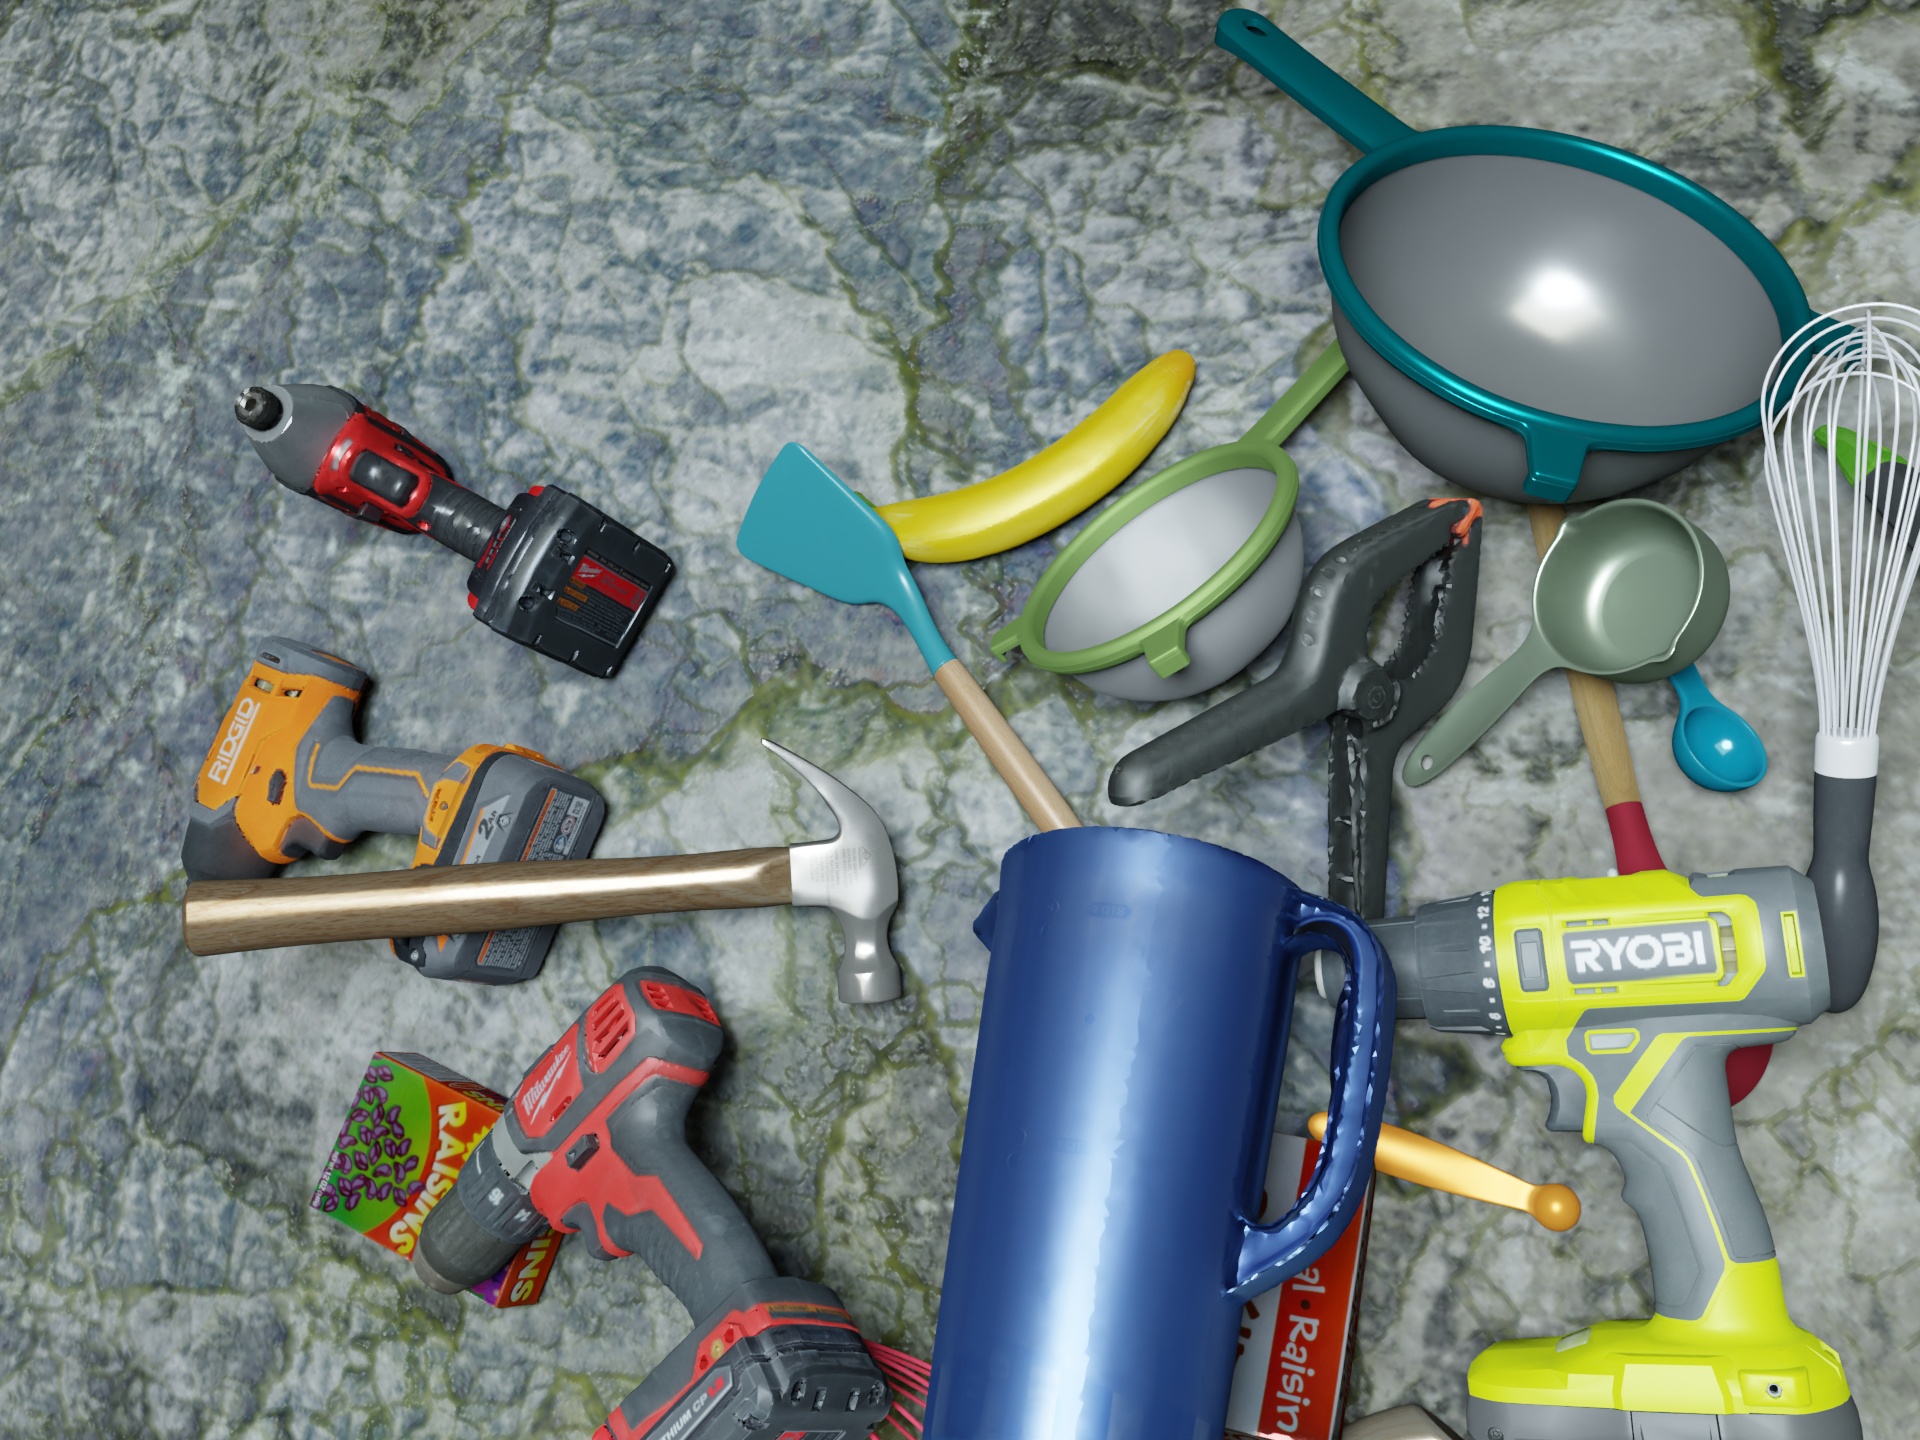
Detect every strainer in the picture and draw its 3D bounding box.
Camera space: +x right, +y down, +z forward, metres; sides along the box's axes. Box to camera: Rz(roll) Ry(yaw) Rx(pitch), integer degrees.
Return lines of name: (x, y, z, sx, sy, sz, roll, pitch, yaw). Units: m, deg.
strainer: (0.139, -0.094, 0.758, 0.256, 0.069, 0.151, -47, 24, -17)
strainer: (0.219, -0.210, 0.740, 0.211, 0.095, 0.341, -24, 58, -22)

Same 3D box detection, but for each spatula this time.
spatula: (-0.001, -0.003, 0.784, 0.318, 0.044, 0.082, 54, 134, 19)

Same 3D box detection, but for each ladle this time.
ladle: (0.288, 0.013, 0.703, 0.069, 0.031, 0.316, -12, 71, 14)

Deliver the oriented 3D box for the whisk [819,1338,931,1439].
whisk: (-0.070, 0.275, 0.701, 0.296, 0.073, 0.073, 29, 85, 38)

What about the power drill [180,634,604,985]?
power drill: (-0.318, 0.062, 0.848, 0.227, 0.084, 0.164, 20, 85, 24)

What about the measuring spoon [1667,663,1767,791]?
measuring spoon: (0.313, -0.021, 0.709, 0.042, 0.021, 0.129, -6, 60, -22)

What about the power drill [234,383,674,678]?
power drill: (-0.276, -0.112, 0.847, 0.220, 0.143, 0.078, 29, 88, 19)

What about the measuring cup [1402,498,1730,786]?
measuring cup: (0.262, -0.023, 0.698, 0.167, 0.038, 0.083, -50, 44, 32)

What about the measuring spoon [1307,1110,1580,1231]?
measuring spoon: (0.207, 0.193, 0.686, 0.117, 0.011, 0.021, 16, 81, 20)

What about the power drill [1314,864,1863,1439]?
power drill: (0.246, 0.175, 0.628, 0.190, 0.080, 0.228, -8, 79, 24)

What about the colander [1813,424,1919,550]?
colander: (0.428, 0.045, 0.613, 0.094, 0.204, 0.398, -51, 44, 36)

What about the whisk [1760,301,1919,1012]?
whisk: (0.352, -0.018, 0.627, 0.070, 0.070, 0.284, 0, 102, 17)

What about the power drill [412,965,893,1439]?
power drill: (-0.148, 0.241, 0.682, 0.188, 0.080, 0.227, -47, 50, 11)

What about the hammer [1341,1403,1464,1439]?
hammer: (0.019, 0.367, 0.684, 0.410, 0.038, 0.146, -14, 73, 13)

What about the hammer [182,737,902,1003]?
hammer: (-0.195, 0.079, 0.757, 0.331, 0.031, 0.130, -3, 88, -5)
